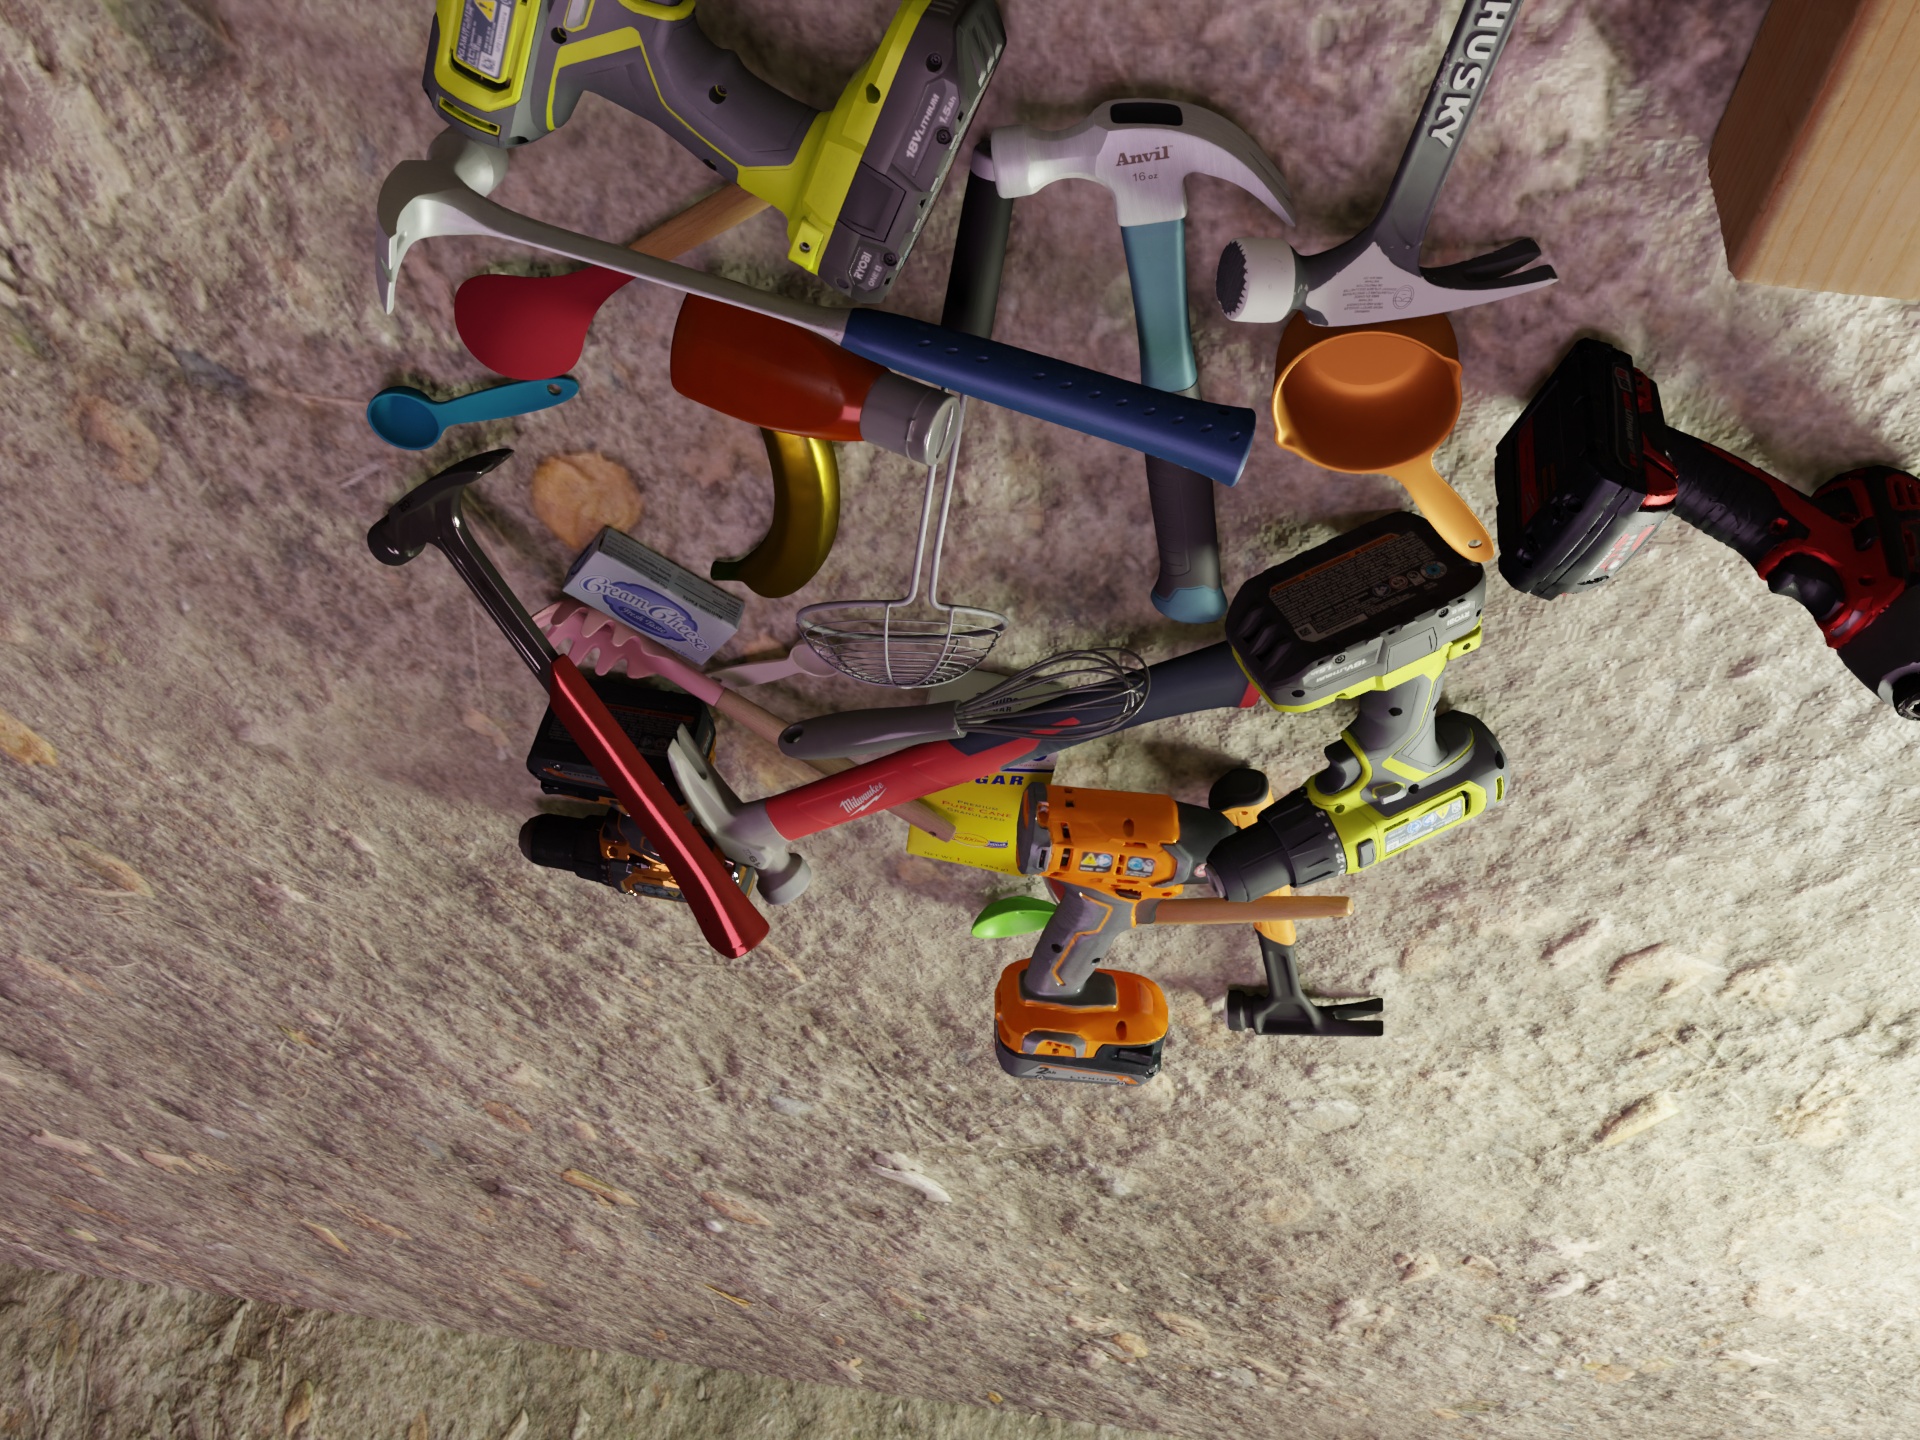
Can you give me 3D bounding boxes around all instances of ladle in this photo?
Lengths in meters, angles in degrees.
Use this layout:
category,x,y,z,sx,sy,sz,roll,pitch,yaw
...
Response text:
category,x,y,z,sx,sy,sz,roll,pitch,yaw
ladle,-0.142,-0.238,0.787,0.315,0.031,0.069,-18,133,31

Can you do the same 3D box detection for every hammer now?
category,x,y,z,sx,sy,sz,roll,pitch,yaw
hammer,0.105,-0.162,0.803,0.128,0.033,0.330,-6,143,9
hammer,0.003,0.008,0.994,0.386,0.038,0.143,-20,120,22
hammer,0.239,0.145,1.181,0.127,0.034,0.336,-1,142,18
hammer,0.218,-0.310,0.565,0.149,0.036,0.408,-2,142,-14
hammer,-0.227,0.002,1.002,0.149,0.037,0.359,-17,113,44
hammer,-0.063,-0.179,0.723,0.405,0.144,0.035,16,128,-4

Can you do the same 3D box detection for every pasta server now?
category,x,y,z,sx,sy,sz,roll,pitch,yaw
pasta server,-0.141,0.004,1.062,0.316,0.040,0.060,31,151,-11

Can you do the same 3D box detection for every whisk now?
category,x,y,z,sx,sy,sz,roll,pitch,yaw
whisk,-0.002,-0.004,0.941,0.239,0.055,0.055,-9,139,21

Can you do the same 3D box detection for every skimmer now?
category,x,y,z,sx,sy,sz,roll,pitch,yaw
skimmer,-0.015,-0.149,0.863,0.127,0.090,0.363,3,134,-10

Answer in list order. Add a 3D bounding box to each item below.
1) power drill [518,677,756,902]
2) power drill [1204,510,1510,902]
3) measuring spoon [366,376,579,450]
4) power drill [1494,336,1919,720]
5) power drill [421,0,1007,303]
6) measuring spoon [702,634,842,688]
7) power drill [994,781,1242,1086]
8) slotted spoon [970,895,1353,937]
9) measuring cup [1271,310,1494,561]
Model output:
category,x,y,z,sx,sy,sz,roll,pitch,yaw
power drill,-0.254,0.061,1.172,0.185,0.084,0.226,9,148,7
power drill,0.221,0.008,0.918,0.190,0.080,0.228,-24,137,-4
measuring spoon,-0.276,-0.184,0.907,0.128,0.021,0.042,-9,139,11
power drill,0.372,-0.084,0.753,0.219,0.143,0.078,19,141,-6
power drill,-0.103,-0.286,0.658,0.223,0.080,0.171,26,134,-7
measuring spoon,-0.128,-0.039,1.060,0.124,0.018,0.034,-9,139,36
power drill,0.109,0.145,1.086,0.164,0.084,0.226,5,124,-4
slotted spoon,0.140,0.142,1.174,0.314,0.031,0.070,-7,163,36
measuring cup,0.221,-0.146,0.788,0.095,0.052,0.173,-20,135,36
